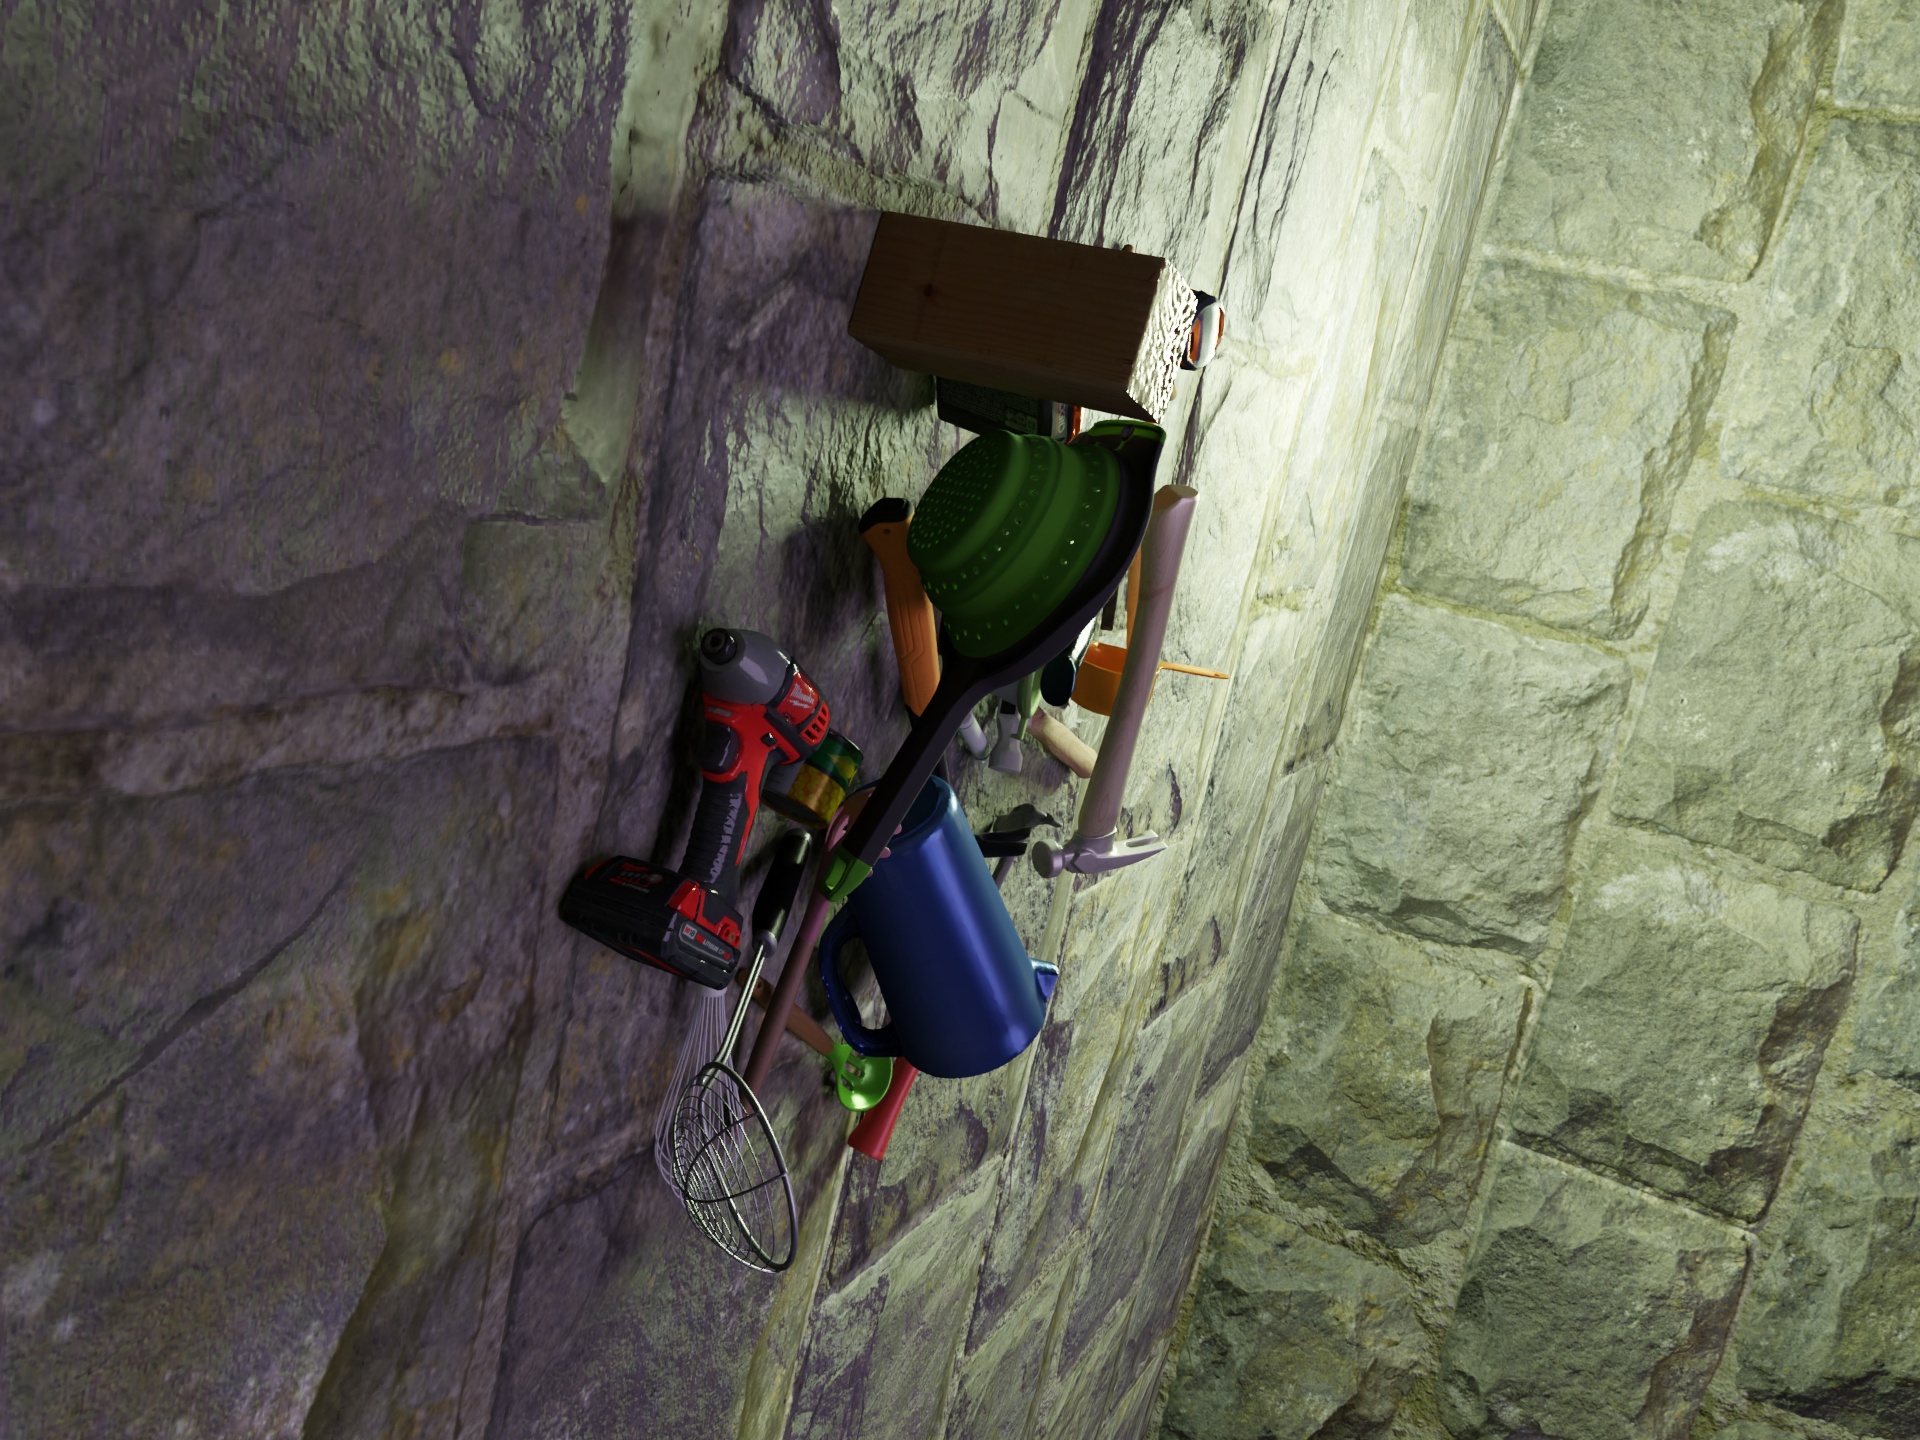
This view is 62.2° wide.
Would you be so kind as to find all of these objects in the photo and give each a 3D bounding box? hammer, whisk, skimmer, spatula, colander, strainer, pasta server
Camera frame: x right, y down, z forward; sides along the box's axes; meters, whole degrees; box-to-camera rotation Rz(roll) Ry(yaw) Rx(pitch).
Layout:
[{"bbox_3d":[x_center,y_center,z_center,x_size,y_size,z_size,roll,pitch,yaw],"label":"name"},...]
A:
[{"bbox_3d":[0.120,-0.103,1.510,0.331,0.033,0.128,-62,160,-60],"label":"hammer"},{"bbox_3d":[-0.179,0.215,1.126,0.070,0.070,0.284,-22,121,-62],"label":"whisk"},{"bbox_3d":[-0.115,0.194,1.054,0.364,0.090,0.127,-78,175,-56],"label":"skimmer"},{"bbox_3d":[-0.023,-0.024,1.251,0.034,0.127,0.336,-69,157,-49],"label":"hammer"},{"bbox_3d":[0.093,0.012,1.614,0.331,0.031,0.130,34,64,-70],"label":"hammer"},{"bbox_3d":[0.167,-0.226,1.546,0.081,0.041,0.322,-41,135,-67],"label":"spatula"},{"bbox_3d":[-0.013,-0.062,1.093,0.094,0.205,0.397,33,87,-26],"label":"colander"},{"bbox_3d":[0.171,-0.029,1.501,0.146,0.038,0.410,-8,125,-28],"label":"hammer"},{"bbox_3d":[0.058,-0.116,1.433,0.257,0.069,0.151,-72,170,-46],"label":"strainer"},{"bbox_3d":[-0.008,0.244,1.503,0.359,0.036,0.149,-63,-172,-11],"label":"hammer"},{"bbox_3d":[-0.002,-0.004,1.392,0.258,0.050,0.087,60,47,-68],"label":"strainer"},{"bbox_3d":[-0.118,0.188,1.206,0.040,0.060,0.316,13,110,-25],"label":"pasta server"}]

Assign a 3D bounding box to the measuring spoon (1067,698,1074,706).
[{"bbox_3d":[0.108,-0.046,1.653,0.124,0.018,0.034,74,39,-64],"label":"measuring spoon"}]

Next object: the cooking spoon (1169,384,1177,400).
[{"bbox_3d":[0.185,-0.364,1.540,0.318,0.017,0.069,25,48,-74],"label":"cooking spoon"}]

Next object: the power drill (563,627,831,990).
[{"bbox_3d":[-0.161,0.049,1.023,0.220,0.078,0.143,-68,157,-17],"label":"power drill"}]

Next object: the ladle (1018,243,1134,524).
[{"bbox_3d":[0.106,-0.301,1.418,0.031,0.069,0.315,42,60,-44],"label":"ladle"}]

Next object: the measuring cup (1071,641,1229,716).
[{"bbox_3d":[0.186,-0.033,1.581,0.173,0.095,0.052,6,111,-22],"label":"measuring cup"}]

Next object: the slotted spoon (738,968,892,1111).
[{"bbox_3d":[-0.121,0.262,1.330,0.070,0.031,0.313,-65,155,-20],"label":"slotted spoon"}]

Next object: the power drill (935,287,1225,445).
[{"bbox_3d":[0.080,-0.297,1.250,0.226,0.164,0.084,-35,139,-37],"label":"power drill"}]
